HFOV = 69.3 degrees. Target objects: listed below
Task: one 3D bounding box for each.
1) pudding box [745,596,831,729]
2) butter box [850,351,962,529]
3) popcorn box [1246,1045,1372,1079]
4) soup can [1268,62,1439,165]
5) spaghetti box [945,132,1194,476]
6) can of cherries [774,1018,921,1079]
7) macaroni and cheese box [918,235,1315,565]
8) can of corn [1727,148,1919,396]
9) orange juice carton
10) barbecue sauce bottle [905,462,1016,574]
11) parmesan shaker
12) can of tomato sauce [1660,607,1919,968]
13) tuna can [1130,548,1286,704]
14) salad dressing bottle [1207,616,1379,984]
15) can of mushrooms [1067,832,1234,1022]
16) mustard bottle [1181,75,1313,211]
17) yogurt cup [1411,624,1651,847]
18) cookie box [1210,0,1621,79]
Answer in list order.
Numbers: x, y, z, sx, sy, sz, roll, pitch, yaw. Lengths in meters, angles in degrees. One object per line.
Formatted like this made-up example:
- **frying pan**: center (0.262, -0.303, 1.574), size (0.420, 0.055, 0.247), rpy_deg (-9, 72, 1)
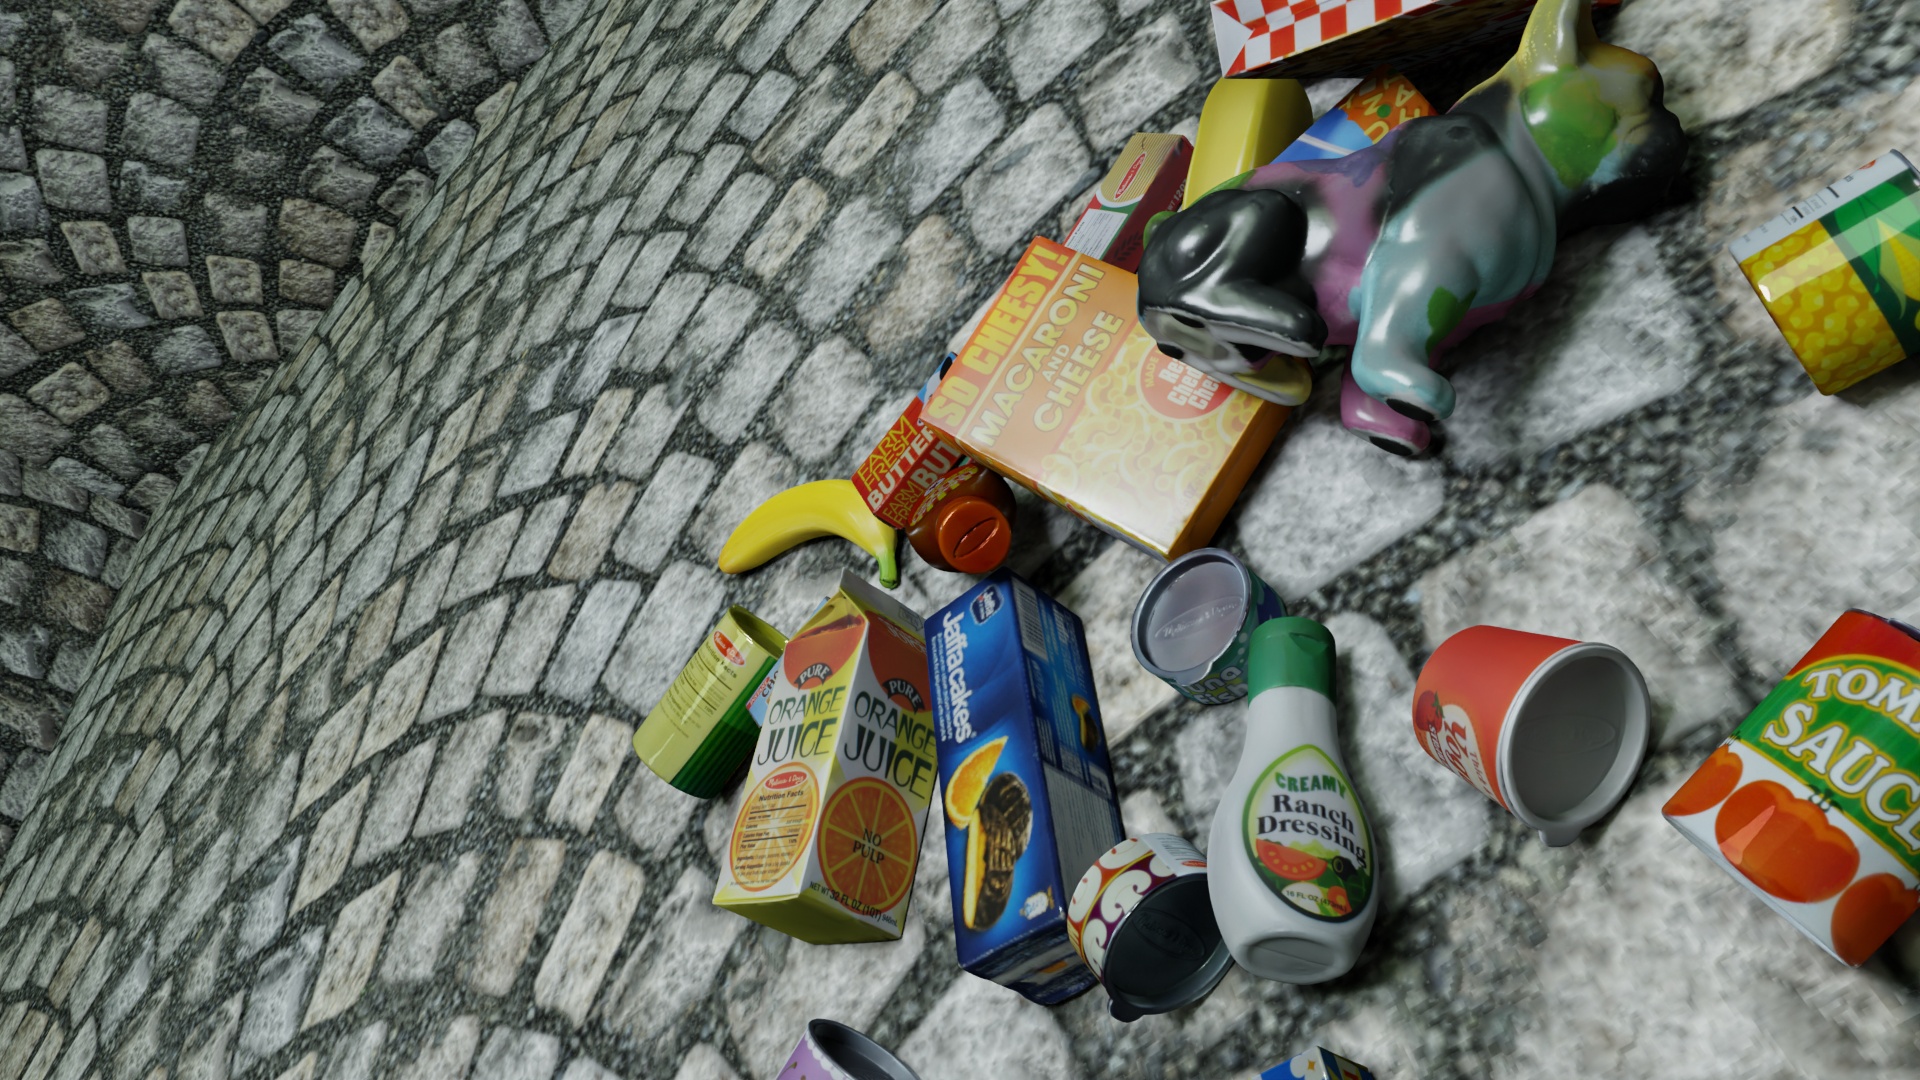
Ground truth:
- **pudding box**: center (-0.081, 0.081, 0.822), size (0.083, 0.049, 0.030), rpy_deg (-53, 36, 3)
- **butter box**: center (-0.021, -0.060, 0.839), size (0.103, 0.024, 0.053), rpy_deg (-51, 34, 9)
- **popcorn box**: center (0.112, 0.247, 0.461), size (0.085, 0.038, 0.127), rpy_deg (-37, 38, 24)
- **soup can**: center (0.202, -0.185, 0.698), size (0.083, 0.071, 0.072), rpy_deg (-41, 37, 18)
- **spaghetti box**: center (0.063, -0.142, 0.858), size (0.250, 0.028, 0.050), rpy_deg (-57, 35, -4)
- **can of cherries**: center (-0.054, 0.260, 0.623), size (0.058, 0.071, 0.071), rpy_deg (-57, 34, -4)
- **macaroni and cheese box**: center (0.077, -0.074, 0.721), size (0.167, 0.040, 0.124), rpy_deg (30, 85, 32)
- **can of corn**: center (0.315, -0.090, 0.485), size (0.058, 0.071, 0.071), rpy_deg (-33, 40, 30)
- **orange juice carton**: center (-0.061, 0.112, 0.751), size (0.073, 0.071, 0.193), rpy_deg (-17, 49, 41)
- **barbecue sauce bottle**: center (0.003, -0.009, 0.750), size (0.065, 0.043, 0.149), rpy_deg (-41, 8, 1)
- **parmesan shaker**: center (-0.150, 0.101, 0.871), size (0.103, 0.071, 0.071), rpy_deg (-52, 34, 4)
- **can of tomato sauce**: center (0.261, 0.072, 0.406), size (0.083, 0.071, 0.071), rpy_deg (-50, 35, 7)
- **tuna can**: center (0.114, 0.042, 0.638), size (0.071, 0.033, 0.071), rpy_deg (-30, 41, 31)
- **salad dressing bottle**: center (0.131, 0.097, 0.551), size (0.043, 0.064, 0.148), rpy_deg (110, 173, -48)
- **can of mushrooms**: center (0.077, 0.155, 0.557), size (0.071, 0.071, 0.033), rpy_deg (-53, 34, 3)
- **mustard bottle**: center (0.150, -0.182, 0.761), size (0.049, 0.065, 0.160), rpy_deg (1, 66, 46)
- **yogurt cup**: center (0.199, 0.063, 0.493), size (0.072, 0.072, 0.054), rpy_deg (-57, 26, -4)
- **cookie box**: center (0.220, -0.259, 0.666), size (0.123, 0.168, 0.040), rpy_deg (-5, 100, 48)
